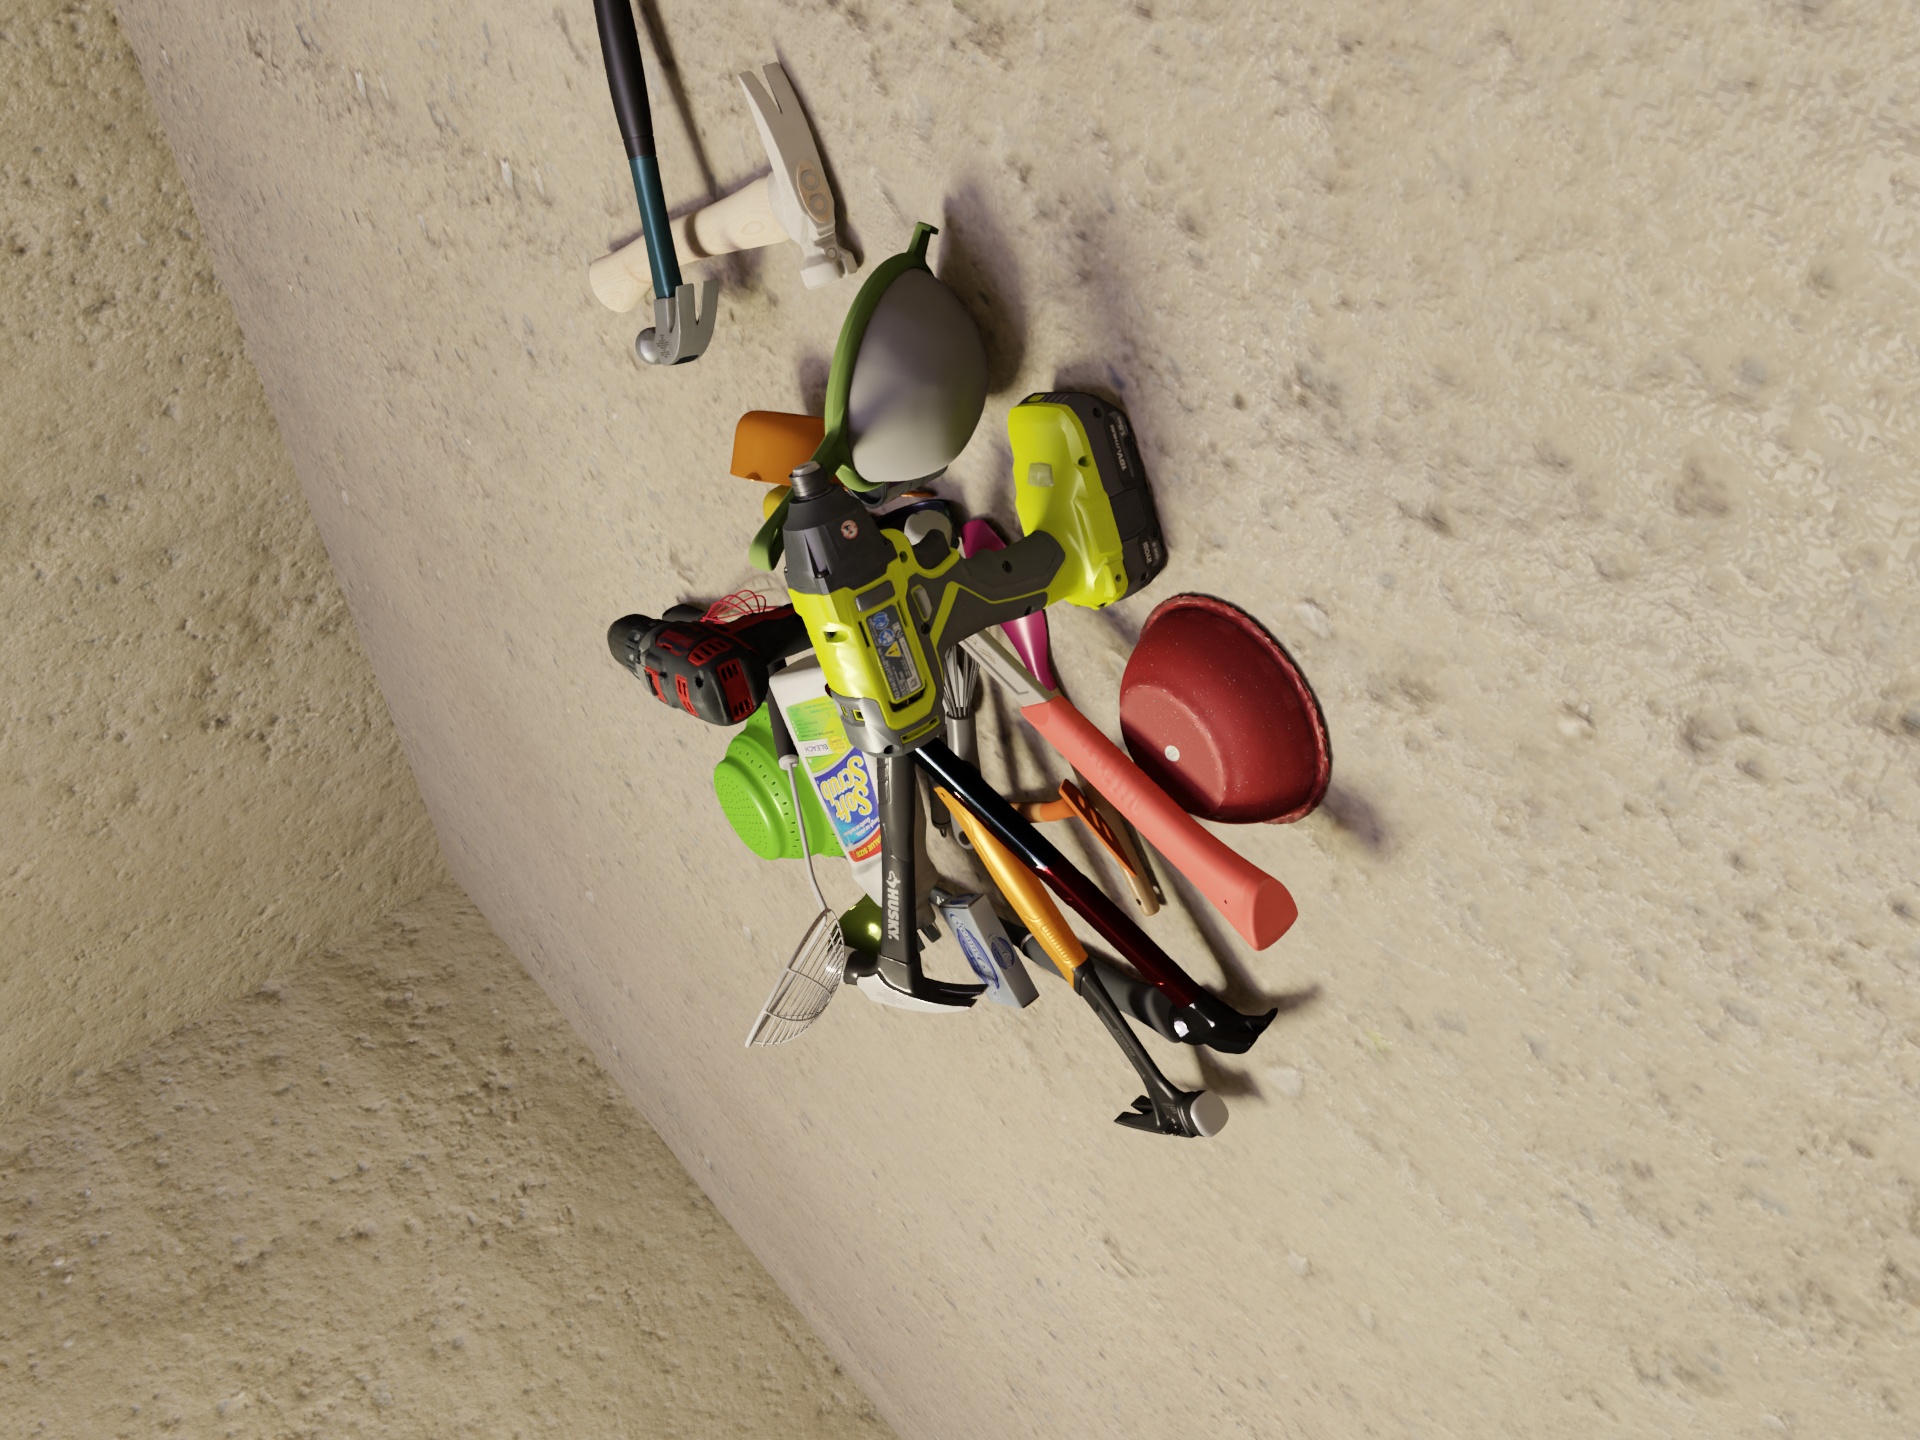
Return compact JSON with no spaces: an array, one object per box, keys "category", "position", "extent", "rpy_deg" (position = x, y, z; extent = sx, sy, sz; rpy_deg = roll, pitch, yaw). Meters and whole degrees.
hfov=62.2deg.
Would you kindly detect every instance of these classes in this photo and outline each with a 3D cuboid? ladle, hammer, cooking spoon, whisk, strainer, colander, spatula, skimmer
[{"category":"ladle","position":[-0.089,0.093,1.423],"extent":[0.078,0.062,0.320],"rpy_deg":[25,124,44]},{"category":"hammer","position":[0.058,0.093,1.117],"extent":[0.386,0.038,0.143],"rpy_deg":[43,166,-2]},{"category":"cooking spoon","position":[0.074,0.001,1.152],"extent":[0.069,0.017,0.319],"rpy_deg":[-8,110,63]},{"category":"whisk","position":[-0.003,-0.003,1.217],"extent":[0.055,0.055,0.238],"rpy_deg":[28,132,46]},{"category":"strainer","position":[-0.042,-0.173,0.964],"extent":[0.069,0.256,0.151],"rpy_deg":[17,142,16]},{"category":"hammer","position":[0.074,0.018,1.026],"extent":[0.359,0.037,0.149],"rpy_deg":[45,151,28]},{"category":"hammer","position":[0.078,0.177,1.224],"extent":[0.337,0.034,0.127],"rpy_deg":[57,154,-6]},{"category":"colander","position":[-0.163,0.031,1.510],"extent":[0.205,0.094,0.396],"rpy_deg":[51,153,17]},{"category":"spatula","position":[0.051,0.076,1.214],"extent":[0.081,0.041,0.322],"rpy_deg":[49,162,-10]},{"category":"strainer","position":[-0.022,0.017,1.316],"extent":[0.087,0.050,0.258],"rpy_deg":[50,157,37]},{"category":"skimmer","position":[-0.164,0.093,1.351],"extent":[0.127,0.090,0.364],"rpy_deg":[115,146,-61]},{"category":"hammer","position":[-0.238,-0.429,1.174],"extent":[0.128,0.033,0.331],"rpy_deg":[20,124,58]},{"category":"hammer","position":[0.049,0.191,1.375],"extent":[0.409,0.036,0.149],"rpy_deg":[20,135,52]},{"category":"hammer","position":[-0.210,-0.384,1.233],"extent":[0.411,0.038,0.146],"rpy_deg":[9,124,57]},{"category":"hammer","position":[-0.047,0.097,1.293],"extent":[0.146,0.035,0.334],"rpy_deg":[15,122,24]},{"category":"whisk","position":[-0.241,-0.095,1.561],"extent":[0.296,0.073,0.073],"rpy_deg":[13,129,62]}]

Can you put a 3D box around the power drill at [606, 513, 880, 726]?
[{"category":"power drill","position":[-0.151,-0.081,1.224],"extent":[0.188,0.226,0.080],"rpy_deg":[23,136,50]}]

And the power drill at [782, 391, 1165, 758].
[{"category":"power drill","position":[0.005,-0.102,0.936],"extent":[0.080,0.223,0.171],"rpy_deg":[16,130,54]}]

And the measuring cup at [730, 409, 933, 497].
[{"category":"measuring cup","position":[-0.093,-0.200,1.194],"extent":[0.174,0.095,0.052],"rpy_deg":[12,103,28]}]

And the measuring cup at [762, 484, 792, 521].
[{"category":"measuring cup","position":[-0.119,-0.129,1.340],"extent":[0.156,0.029,0.062],"rpy_deg":[60,154,3]}]
